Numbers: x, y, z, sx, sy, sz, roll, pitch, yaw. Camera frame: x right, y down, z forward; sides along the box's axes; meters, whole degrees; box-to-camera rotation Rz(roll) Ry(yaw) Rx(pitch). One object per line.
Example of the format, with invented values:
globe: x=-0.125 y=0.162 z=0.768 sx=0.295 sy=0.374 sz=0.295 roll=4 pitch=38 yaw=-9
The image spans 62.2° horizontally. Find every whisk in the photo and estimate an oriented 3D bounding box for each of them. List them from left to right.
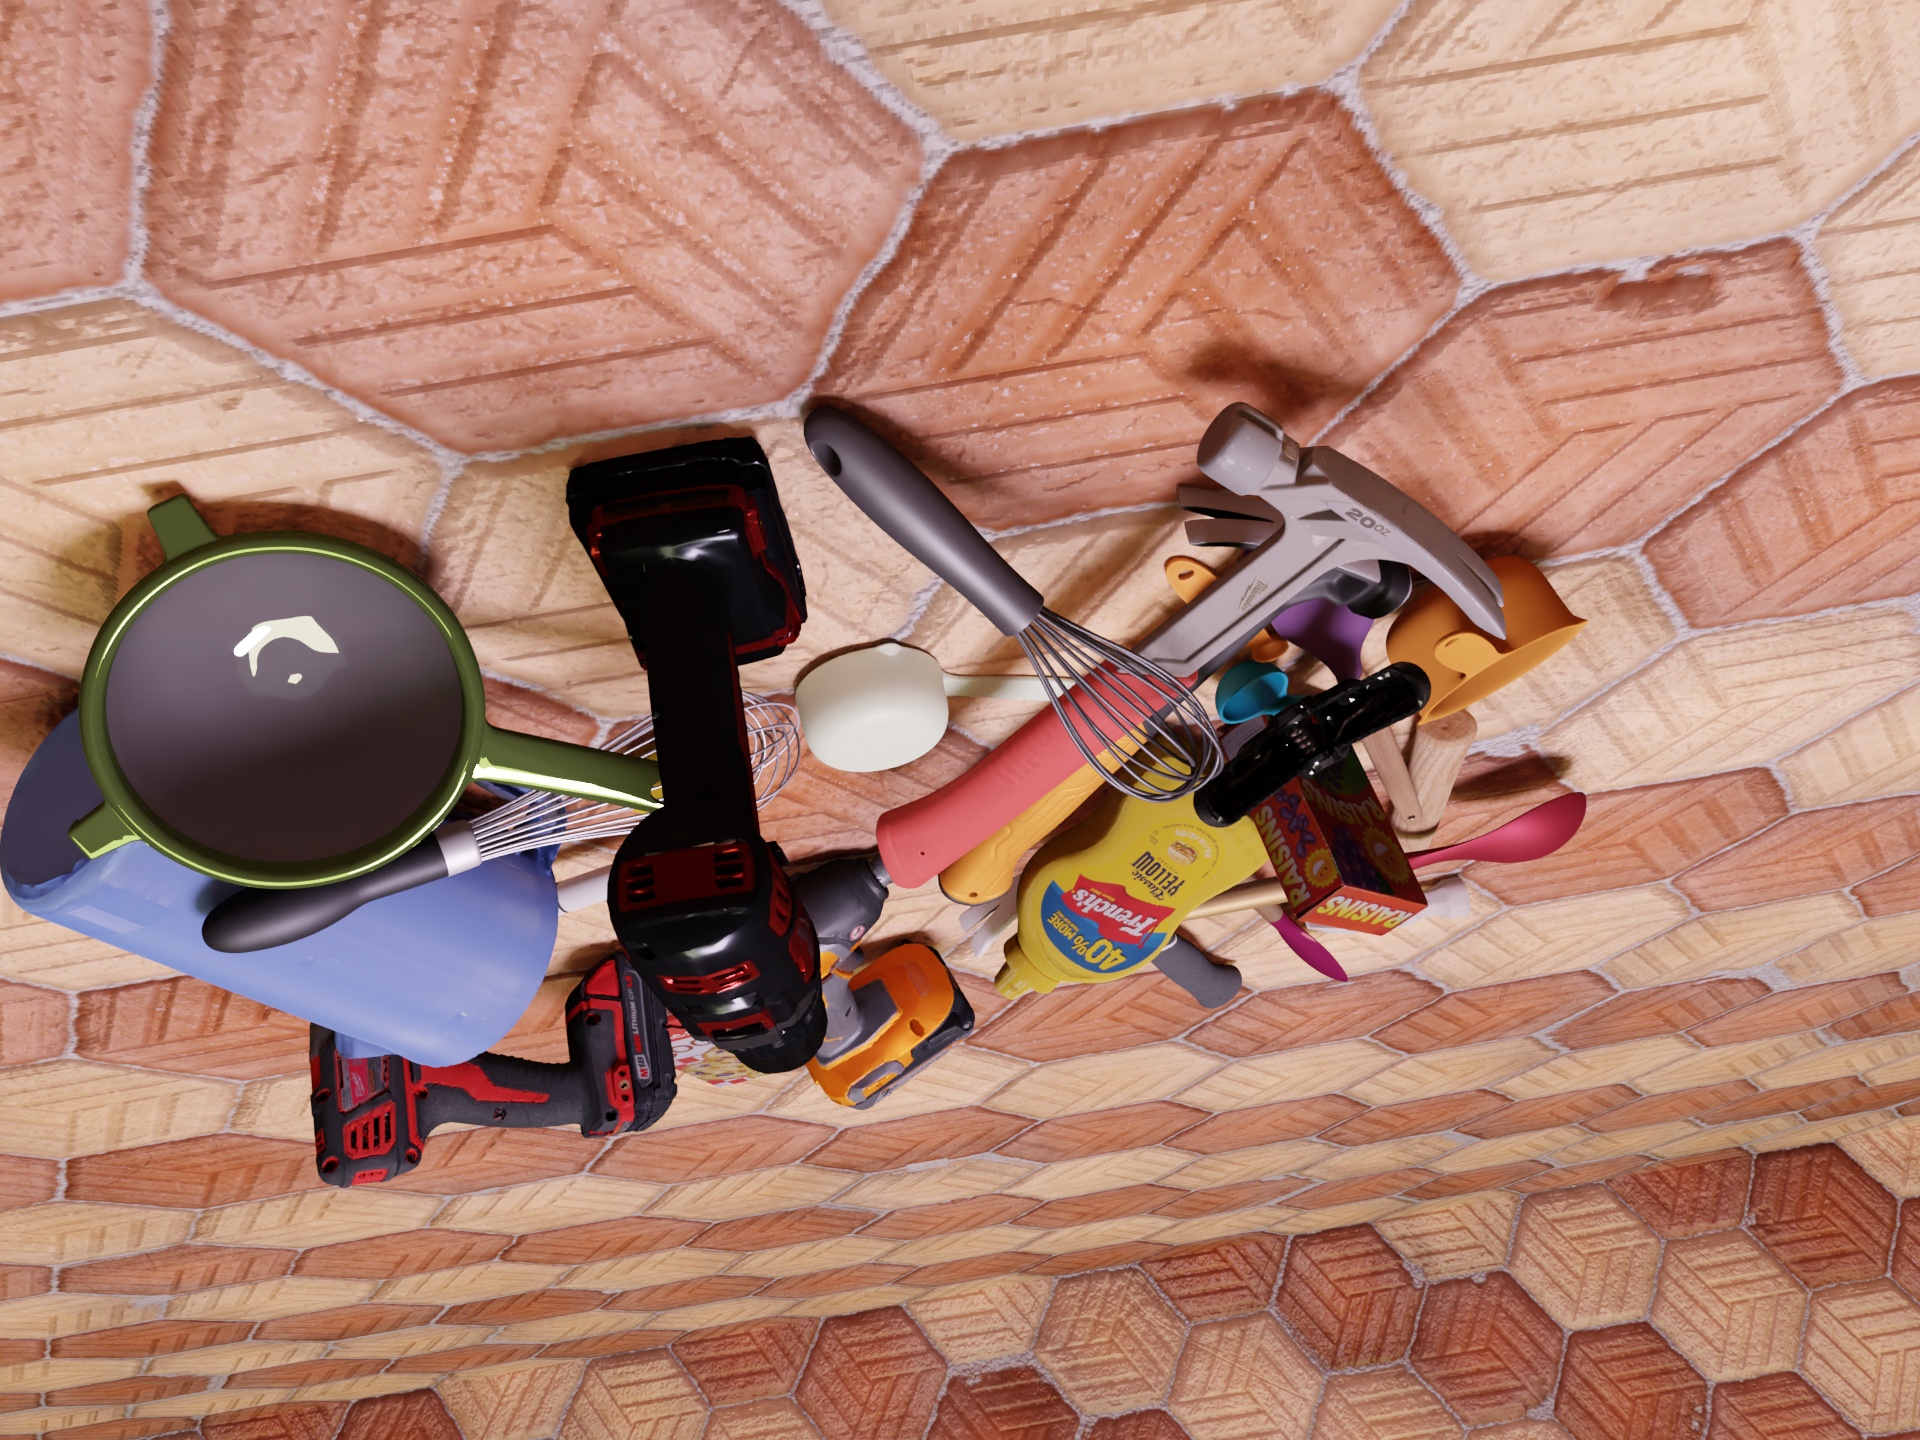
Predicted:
whisk: x=-0.202 y=0.048 z=0.738 sx=0.284 sy=0.070 sz=0.070 roll=-21 pitch=158 yaw=-24
whisk: x=0.024 y=-0.044 z=0.660 sx=0.238 sy=0.055 sz=0.055 roll=42 pitch=129 yaw=-21

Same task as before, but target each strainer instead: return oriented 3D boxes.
strainer: x=-0.233 y=0.000 z=0.685 sx=0.256 sy=0.069 sz=0.151 roll=14 pitch=103 yaw=-27
strainer: x=-0.241 y=0.105 z=0.931 sx=0.258 sy=0.050 sz=0.086 roll=-19 pitch=158 yaw=17

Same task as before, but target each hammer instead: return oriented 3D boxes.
hammer: x=0.075 y=0.006 z=0.829 sx=0.127 sy=0.034 sz=0.336 roll=13 pitch=140 yaw=-28
hammer: x=0.074 y=-0.001 z=0.752 sx=0.149 sy=0.037 sz=0.359 roll=30 pitch=138 yaw=-18
hammer: x=0.133 y=0.159 z=1.155 sx=0.149 sy=0.036 sz=0.408 roll=-32 pitch=150 yaw=10
hammer: x=0.304 y=0.079 z=1.085 sx=0.130 sy=0.031 sz=0.331 roll=-11 pitch=152 yaw=2

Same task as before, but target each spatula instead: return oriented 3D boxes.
spatula: x=0.220 y=-0.015 z=0.871 sx=0.060 sy=0.018 sz=0.315 roll=-18 pitch=145 yaw=17

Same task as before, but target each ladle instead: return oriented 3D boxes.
ladle: x=0.258 y=0.098 z=1.039 sx=0.315 sy=0.031 sz=0.069 roll=-12 pitch=150 yaw=0

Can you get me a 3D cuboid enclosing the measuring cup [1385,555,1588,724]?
measuring cup: x=0.238 y=-0.047 z=0.762 sx=0.095 sy=0.052 sz=0.173 roll=-35 pitch=161 yaw=21

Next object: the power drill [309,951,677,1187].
power drill: x=-0.306 y=0.214 z=1.033 sx=0.219 sy=0.143 sz=0.078 roll=-2 pitch=156 yaw=-28

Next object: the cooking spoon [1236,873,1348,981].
cooking spoon: x=0.215 y=0.129 z=1.136 sx=0.017 sy=0.069 sz=0.318 roll=-50 pitch=140 yaw=-3

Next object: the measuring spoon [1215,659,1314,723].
measuring spoon: x=0.182 y=-0.014 z=0.892 sx=0.128 sy=0.021 sz=0.042 roll=10 pitch=132 yaw=-49

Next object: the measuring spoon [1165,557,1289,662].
measuring spoon: x=0.134 y=-0.057 z=0.800 sx=0.021 sy=0.011 sz=0.116 roll=-30 pitch=143 yaw=24

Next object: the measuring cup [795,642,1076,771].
measuring cup: x=-0.001 y=-0.003 z=0.822 sx=0.167 sy=0.038 sz=0.083 roll=0 pitch=151 yaw=-21

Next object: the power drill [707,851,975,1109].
power drill: x=-0.075 y=0.171 z=1.067 sx=0.164 sy=0.084 sz=0.226 roll=-37 pitch=145 yaw=3

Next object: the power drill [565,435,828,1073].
power drill: x=-0.094 y=0.023 z=0.636 sx=0.080 sy=0.227 sz=0.187 roll=-10 pitch=152 yaw=0

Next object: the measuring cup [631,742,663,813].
measuring cup: x=-0.145 y=0.042 z=0.884 sx=0.062 sy=0.029 sz=0.156 roll=-10 pitch=164 yaw=2
